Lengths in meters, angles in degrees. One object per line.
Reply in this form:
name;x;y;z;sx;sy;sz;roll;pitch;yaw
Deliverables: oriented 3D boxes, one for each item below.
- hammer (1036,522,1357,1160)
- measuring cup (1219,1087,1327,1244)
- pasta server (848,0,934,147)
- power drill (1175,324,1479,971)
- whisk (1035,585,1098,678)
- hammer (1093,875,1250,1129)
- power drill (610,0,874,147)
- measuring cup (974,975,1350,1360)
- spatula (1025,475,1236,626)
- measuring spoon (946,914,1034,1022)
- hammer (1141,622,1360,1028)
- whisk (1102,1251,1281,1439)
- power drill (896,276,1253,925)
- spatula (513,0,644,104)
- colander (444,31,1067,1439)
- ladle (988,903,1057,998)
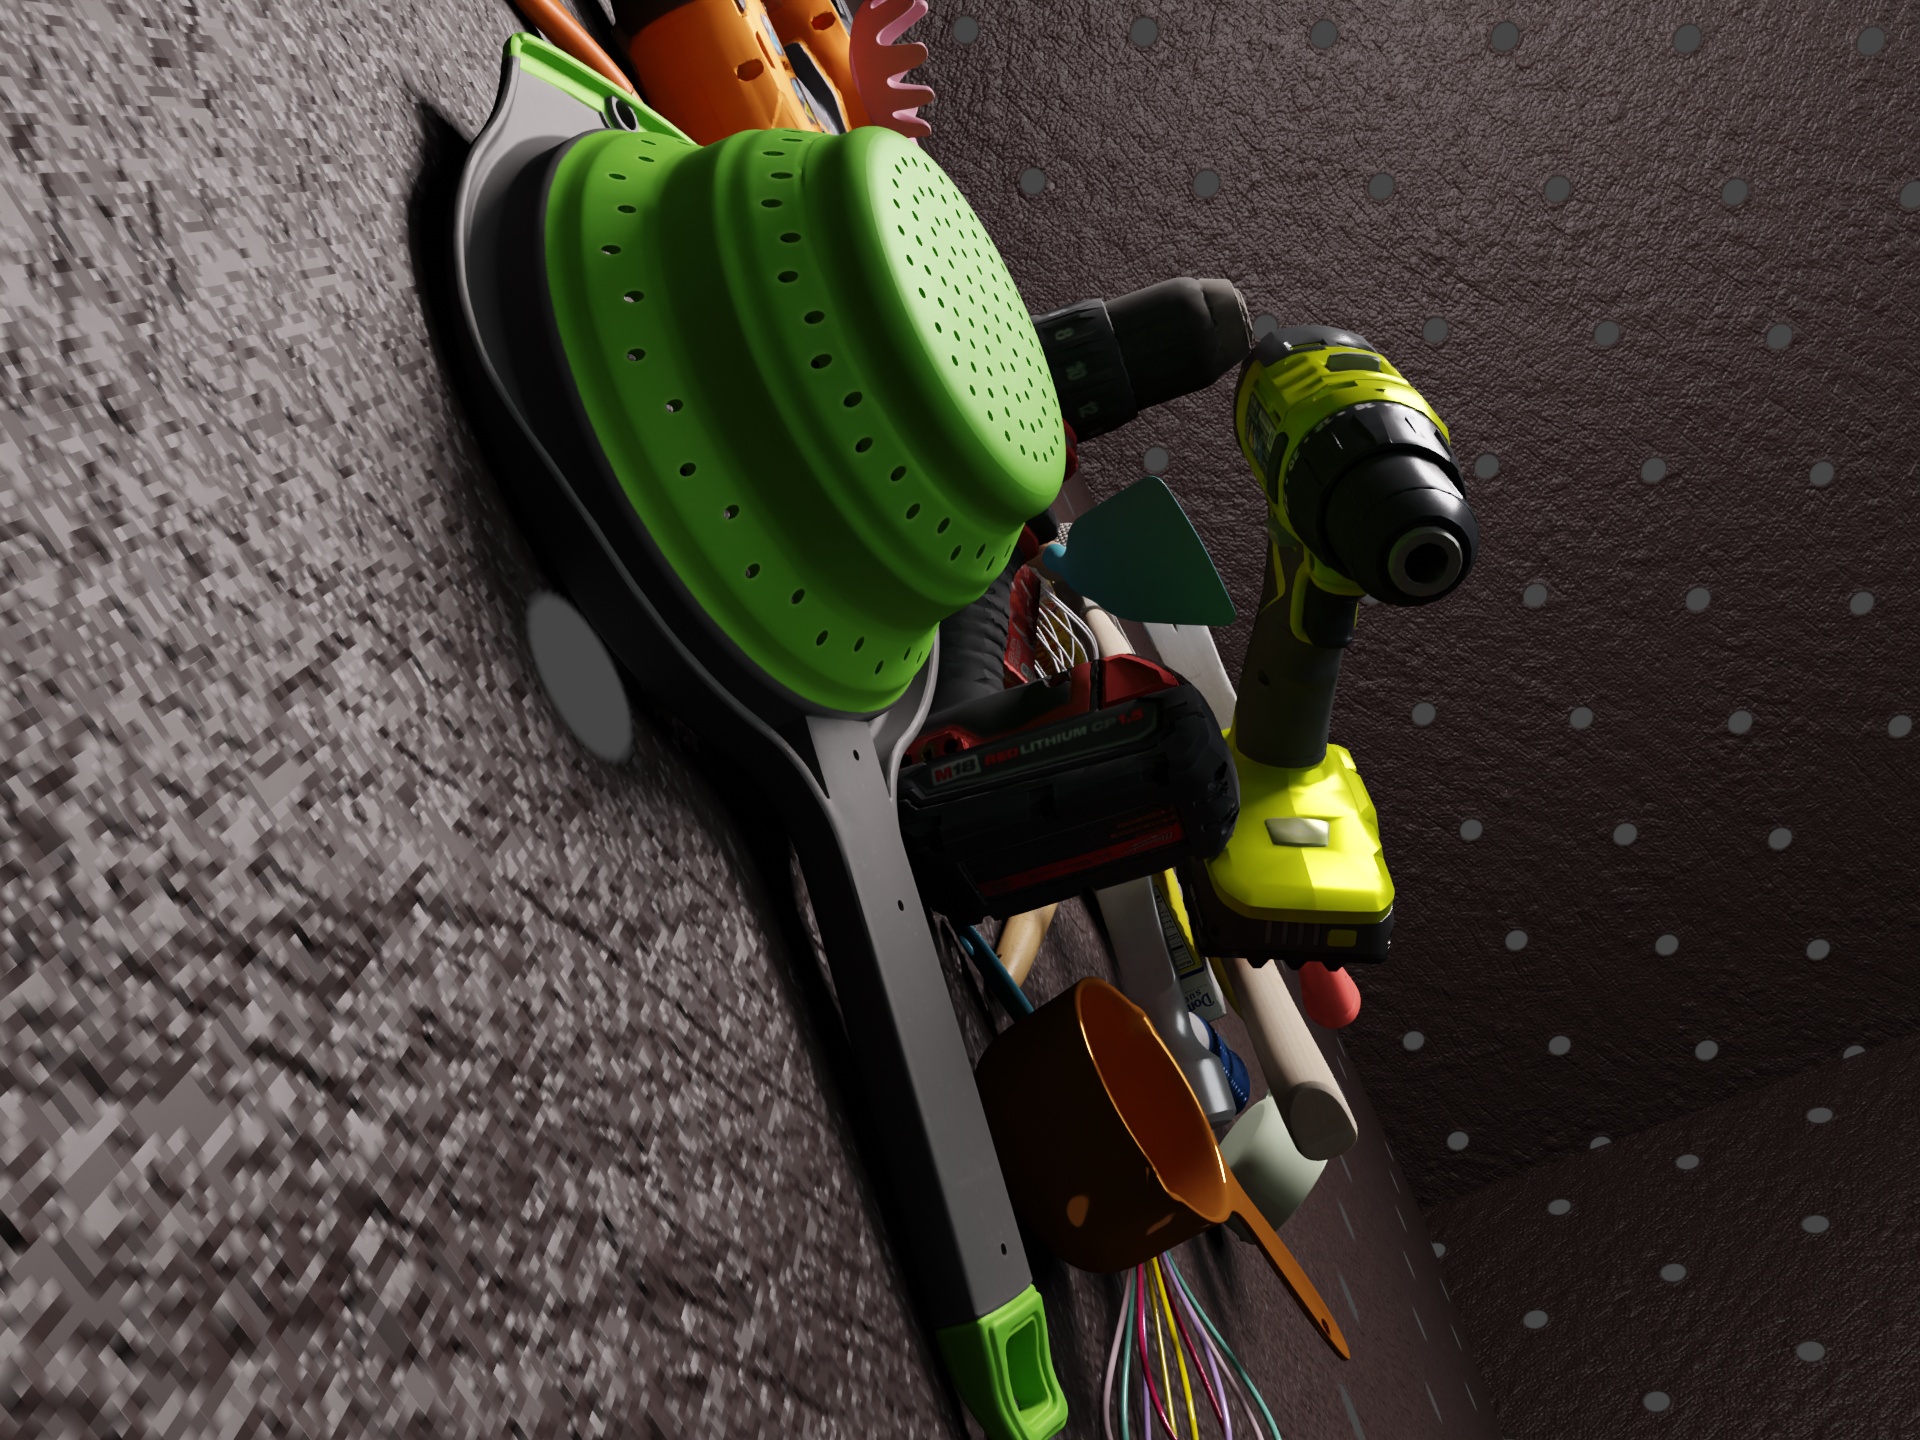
hammer;0.132;0.065;0.911;0.146;0.038;0.411;58;10;-48
measuring cup;0.166;0.228;0.888;0.038;0.083;0.167;37;12;1
pasta server;0.000;-0.239;0.812;0.316;0.040;0.060;62;21;-58
power drill;0.137;-0.020;0.607;0.191;0.080;0.228;-91;-176;-62
whisk;-0.008;-0.096;0.803;0.284;0.070;0.070;53;16;-33
hammer;0.115;0.152;0.799;0.405;0.035;0.144;55;19;-67
power drill;-0.097;-0.309;0.747;0.164;0.084;0.227;63;15;-16
measuring cup;0.067;0.166;0.530;0.173;0.052;0.095;53;15;-18
spatula;0.055;-0.097;0.884;0.082;0.044;0.318;58;-7;-17
measuring spoon;0.025;0.126;0.576;0.128;0.021;0.042;57;-21;-4
hammer;0.180;0.079;0.916;0.358;0.036;0.149;57;12;-50
whisk;0.071;0.198;0.574;0.047;0.051;0.245;57;10;-18
power drill;0.036;-0.058;0.576;0.080;0.188;0.227;61;14;-60
spatula;-0.107;-0.215;0.593;0.081;0.041;0.322;-105;167;-44
colander;-0.010;-0.016;0.423;0.204;0.094;0.397;7;63;-65
ladle;0.045;0.058;0.740;0.031;0.069;0.315;41;19;-2
